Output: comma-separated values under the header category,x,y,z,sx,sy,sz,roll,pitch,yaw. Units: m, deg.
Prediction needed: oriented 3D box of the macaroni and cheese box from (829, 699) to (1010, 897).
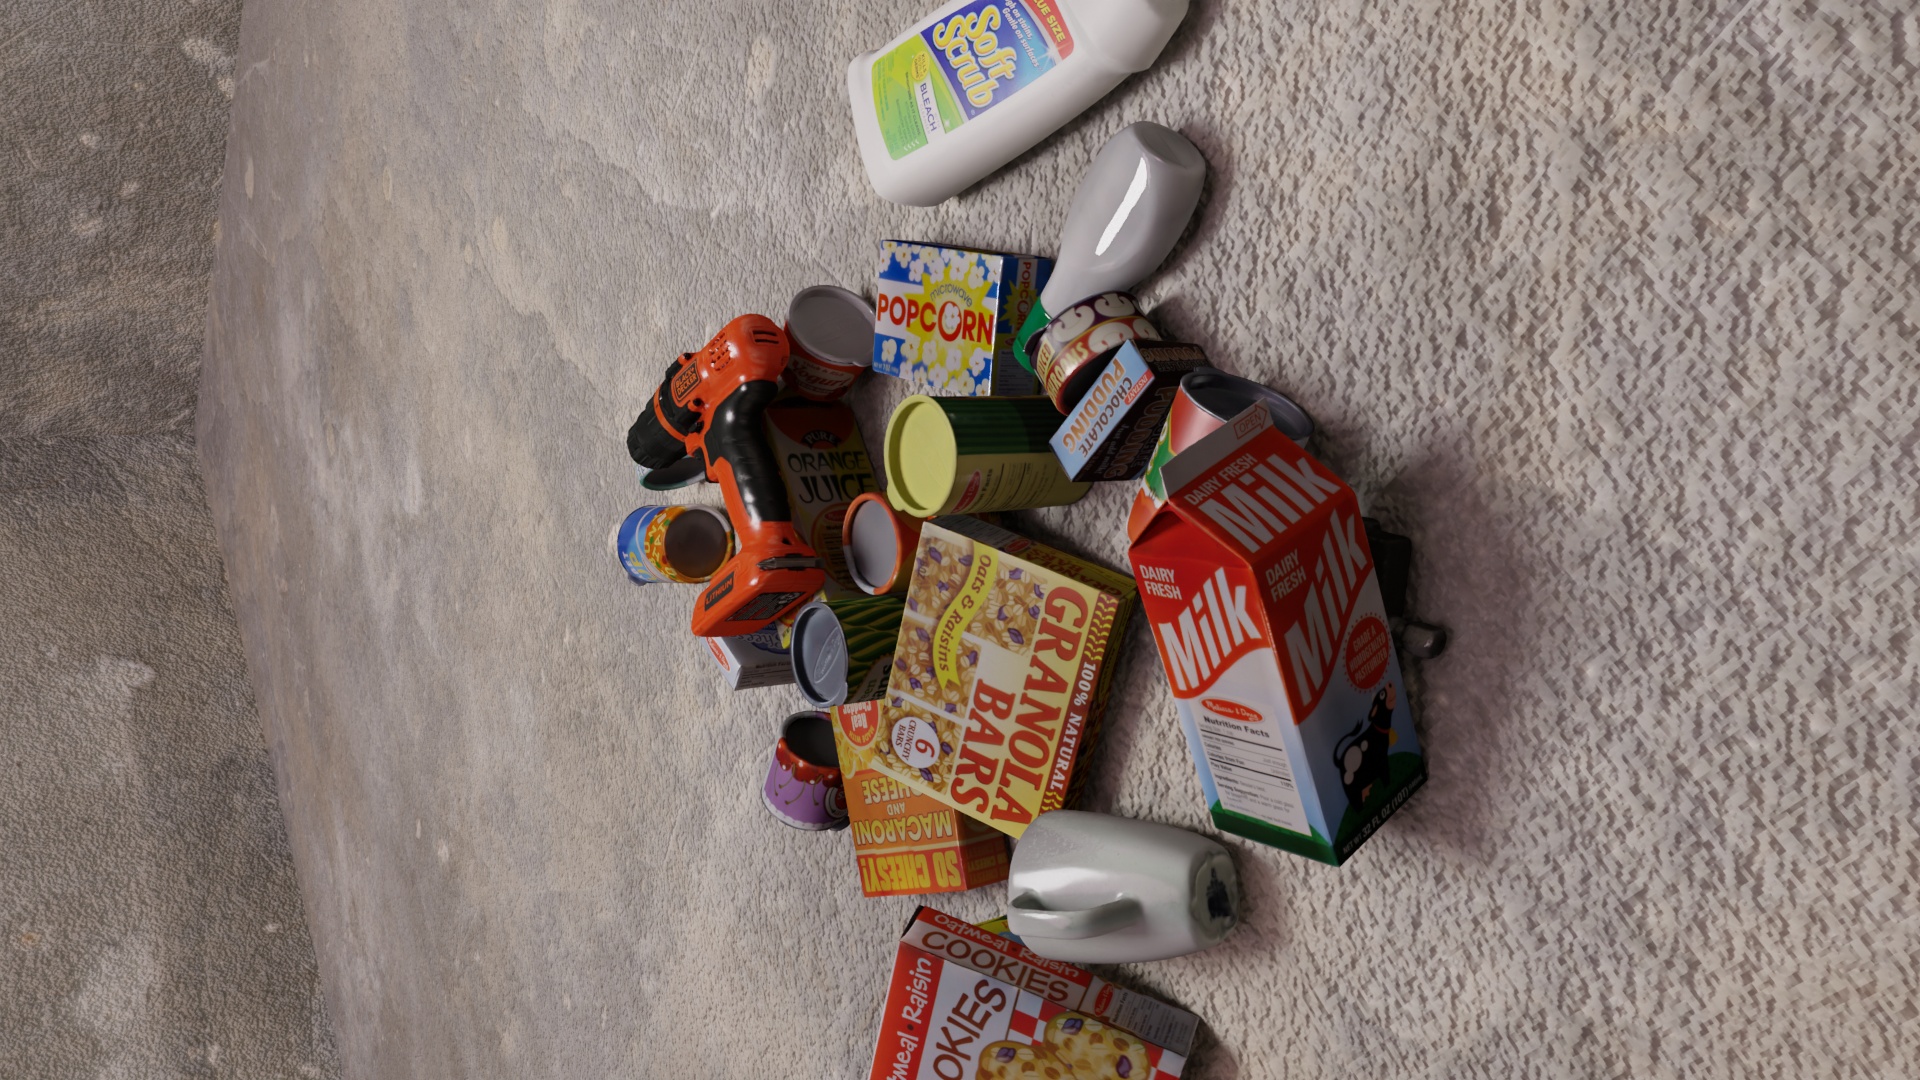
category,x,y,z,sx,sy,sz,roll,pitch,yaw
macaroni and cheese box,-0.031,0.146,0.916,0.123,0.040,0.166,-22,76,51

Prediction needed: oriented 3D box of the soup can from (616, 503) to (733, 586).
category,x,y,z,sx,sy,sz,roll,pitch,yaw
soup can,-0.236,0.005,1.143,0.083,0.071,0.071,-1,94,52

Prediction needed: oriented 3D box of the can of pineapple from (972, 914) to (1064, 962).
category,x,y,z,sx,sy,sz,roll,pitch,yaw
can of pineapple,0.021,0.265,0.847,0.071,0.058,0.071,8,100,52

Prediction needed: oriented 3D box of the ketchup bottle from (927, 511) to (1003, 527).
category,x,y,z,sx,sy,sz,roll,pitch,yaw
ketchup bottle,0.003,-0.011,0.840,0.043,0.065,0.148,-13,92,12

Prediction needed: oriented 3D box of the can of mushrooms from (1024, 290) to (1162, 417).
category,x,y,z,sx,sy,sz,roll,pitch,yaw
can of mushrooms,0.070,-0.097,0.731,0.070,0.071,0.033,-52,56,42

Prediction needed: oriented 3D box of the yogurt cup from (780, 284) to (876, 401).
category,x,y,z,sx,sy,sz,roll,pitch,yaw
yogurt cup,-0.092,-0.132,0.946,0.072,0.072,0.053,66,147,23

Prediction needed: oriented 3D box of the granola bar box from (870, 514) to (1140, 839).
category,x,y,z,sx,sy,sz,roll,pitch,yaw
granola bar box,0.023,0.079,0.800,0.124,0.039,0.164,22,114,21

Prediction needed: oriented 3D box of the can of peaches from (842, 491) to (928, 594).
category,x,y,z,sx,sy,sz,roll,pitch,yaw
can of peaches,-0.034,-0.002,0.888,0.071,0.058,0.071,9,102,52

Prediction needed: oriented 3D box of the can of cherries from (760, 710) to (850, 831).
category,x,y,z,sx,sy,sz,roll,pitch,yaw
can of cherries,-0.102,0.165,0.992,0.072,0.072,0.058,45,127,40

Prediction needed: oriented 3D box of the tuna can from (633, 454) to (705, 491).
category,x,y,z,sx,sy,sz,roll,pitch,yaw
tuna can,-0.235,-0.069,1.133,0.070,0.071,0.033,-39,65,48

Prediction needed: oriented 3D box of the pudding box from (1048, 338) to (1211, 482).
category,x,y,z,sx,sy,sz,roll,pitch,yaw
pudding box,0.090,-0.067,0.726,0.083,0.050,0.030,-52,53,41

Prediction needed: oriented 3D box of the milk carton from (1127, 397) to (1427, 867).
category,x,y,z,sx,sy,sz,roll,pitch,yaw
milk carton,0.135,0.038,0.607,0.073,0.072,0.190,7,124,52

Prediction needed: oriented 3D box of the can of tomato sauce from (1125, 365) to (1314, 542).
category,x,y,z,sx,sy,sz,roll,pitch,yaw
can of tomato sauce,0.123,-0.032,0.673,0.071,0.071,0.082,45,129,40

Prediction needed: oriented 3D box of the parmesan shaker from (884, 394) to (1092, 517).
category,x,y,z,sx,sy,sz,roll,pitch,yaw
parmesan shaker,0.017,-0.047,0.779,0.071,0.103,0.071,8,100,52

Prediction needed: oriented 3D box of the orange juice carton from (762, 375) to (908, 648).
category,x,y,z,sx,sy,sz,roll,pitch,yaw
orange juice carton,-0.106,-0.029,0.966,0.071,0.073,0.193,-43,60,46

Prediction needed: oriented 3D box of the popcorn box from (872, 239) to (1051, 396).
category,x,y,z,sx,sy,sz,roll,pitch,yaw
popcorn box,-0.003,-0.136,0.848,0.127,0.038,0.085,22,110,49

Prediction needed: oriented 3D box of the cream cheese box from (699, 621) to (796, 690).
category,x,y,z,sx,sy,sz,roll,pitch,yaw
cream cheese box,-0.126,0.076,0.979,0.053,0.104,0.024,48,126,36

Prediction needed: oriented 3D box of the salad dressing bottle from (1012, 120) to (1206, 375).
category,x,y,z,sx,sy,sz,roll,pitch,yaw
salad dressing bottle,0.075,-0.151,0.742,0.146,0.044,0.064,-57,48,40

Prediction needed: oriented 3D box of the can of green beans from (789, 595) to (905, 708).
category,x,y,z,sx,sy,sz,roll,pitch,yaw
can of green beans,-0.066,0.069,0.872,0.071,0.058,0.071,5,96,52

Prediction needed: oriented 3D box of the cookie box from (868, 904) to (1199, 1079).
category,x,y,z,sx,sy,sz,roll,pitch,yaw
cookie box,0.036,0.293,0.780,0.167,0.040,0.122,18,112,15
